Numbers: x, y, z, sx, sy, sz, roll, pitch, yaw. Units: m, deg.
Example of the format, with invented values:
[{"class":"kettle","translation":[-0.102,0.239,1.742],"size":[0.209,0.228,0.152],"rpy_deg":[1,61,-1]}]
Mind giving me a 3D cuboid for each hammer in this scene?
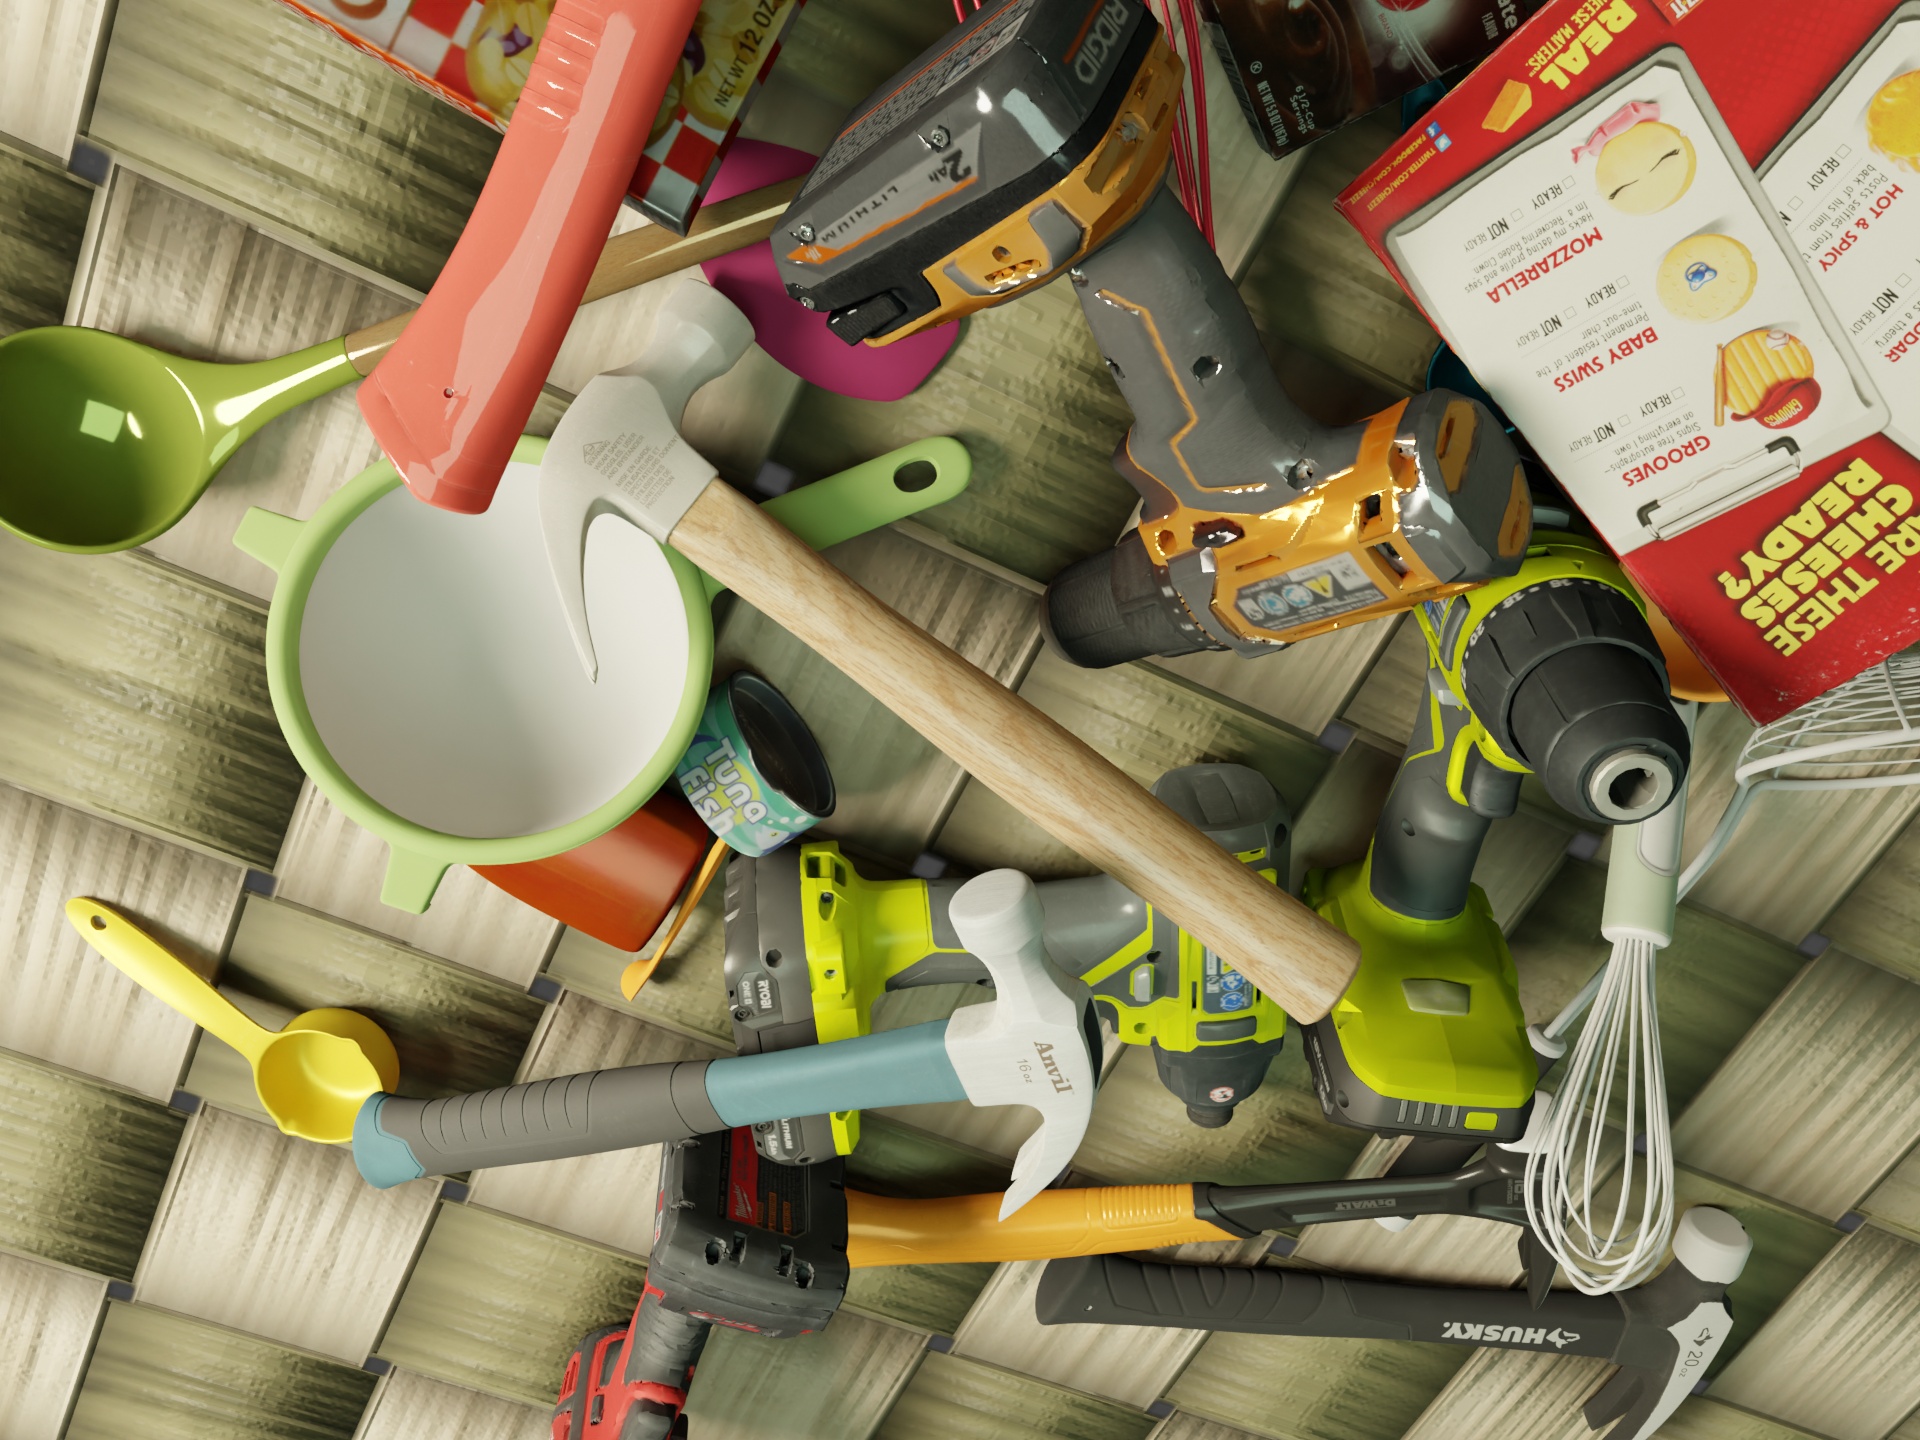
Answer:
[{"class":"hammer","translation":[-0.001,-0.002,0.547],"size":[0.331,0.031,0.130],"rpy_deg":[37,79,-5]},{"class":"hammer","translation":[-0.101,0.141,0.602],"size":[0.331,0.033,0.128],"rpy_deg":[-14,115,24]},{"class":"hammer","translation":[-0.070,-0.221,0.436],"size":[0.149,0.037,0.359],"rpy_deg":[23,103,-15]},{"class":"hammer","translation":[0.203,0.291,0.775],"size":[0.334,0.035,0.146],"rpy_deg":[6,116,-5]},{"class":"hammer","translation":[0.096,0.225,0.714],"size":[0.337,0.034,0.127],"rpy_deg":[-6,130,10]}]

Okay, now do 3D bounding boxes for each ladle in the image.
[{"class":"ladle","translation":[-0.182,-0.130,0.528],"size":[0.320,0.062,0.078],"rpy_deg":[-17,98,8]}]

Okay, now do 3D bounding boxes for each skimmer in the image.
[{"class":"skimmer","translation":[0.301,0.112,0.658],"size":[0.127,0.090,0.363],"rpy_deg":[8,123,-42]}]

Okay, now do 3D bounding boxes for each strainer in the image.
[{"class":"strainer","translation":[-0.116,-0.044,0.584],"size":[0.256,0.069,0.151],"rpy_deg":[-23,87,-10]}]

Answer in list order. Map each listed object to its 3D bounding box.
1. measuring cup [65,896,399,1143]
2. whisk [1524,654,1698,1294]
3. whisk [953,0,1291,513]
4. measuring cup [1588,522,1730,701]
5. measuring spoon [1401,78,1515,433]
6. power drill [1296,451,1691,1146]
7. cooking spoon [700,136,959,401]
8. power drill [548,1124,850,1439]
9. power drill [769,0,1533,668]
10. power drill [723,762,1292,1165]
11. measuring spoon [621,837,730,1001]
[{"class":"measuring cup","translation":[-0.308,0.120,0.679],"size":[0.156,0.029,0.062],"rpy_deg":[39,110,-7]},{"class":"whisk","translation":[0.253,0.089,0.597],"size":[0.058,0.059,0.246],"rpy_deg":[16,73,-6]},{"class":"whisk","translation":[0.073,-0.158,0.533],"size":[0.073,0.073,0.295],"rpy_deg":[-25,120,10]},{"class":"measuring cup","translation":[0.253,-0.089,0.580],"size":[0.095,0.052,0.173],"rpy_deg":[-31,107,12]},{"class":"measuring spoon","translation":[0.175,-0.163,0.560],"size":[0.042,0.021,0.128],"rpy_deg":[-13,108,16]},{"class":"power drill","translation":[0.183,0.039,0.565],"size":[0.080,0.191,0.228],"rpy_deg":[5,121,-1]},{"class":"cooking spoon","translation":[-0.130,-0.215,0.517],"size":[0.318,0.017,0.068],"rpy_deg":[36,110,-19]},{"class":"power drill","translation":[-0.127,0.281,0.697],"size":[0.078,0.143,0.219],"rpy_deg":[21,112,-15]},{"class":"power drill","translation":[0.046,-0.103,0.510],"size":[0.226,0.084,0.185],"rpy_deg":[42,144,-26]},{"class":"power drill","translation":[0.022,0.111,0.656],"size":[0.223,0.080,0.171],"rpy_deg":[-6,121,-2]},{"class":"measuring spoon","translation":[-0.116,0.076,0.652],"size":[0.011,0.021,0.117],"rpy_deg":[34,123,0]}]
